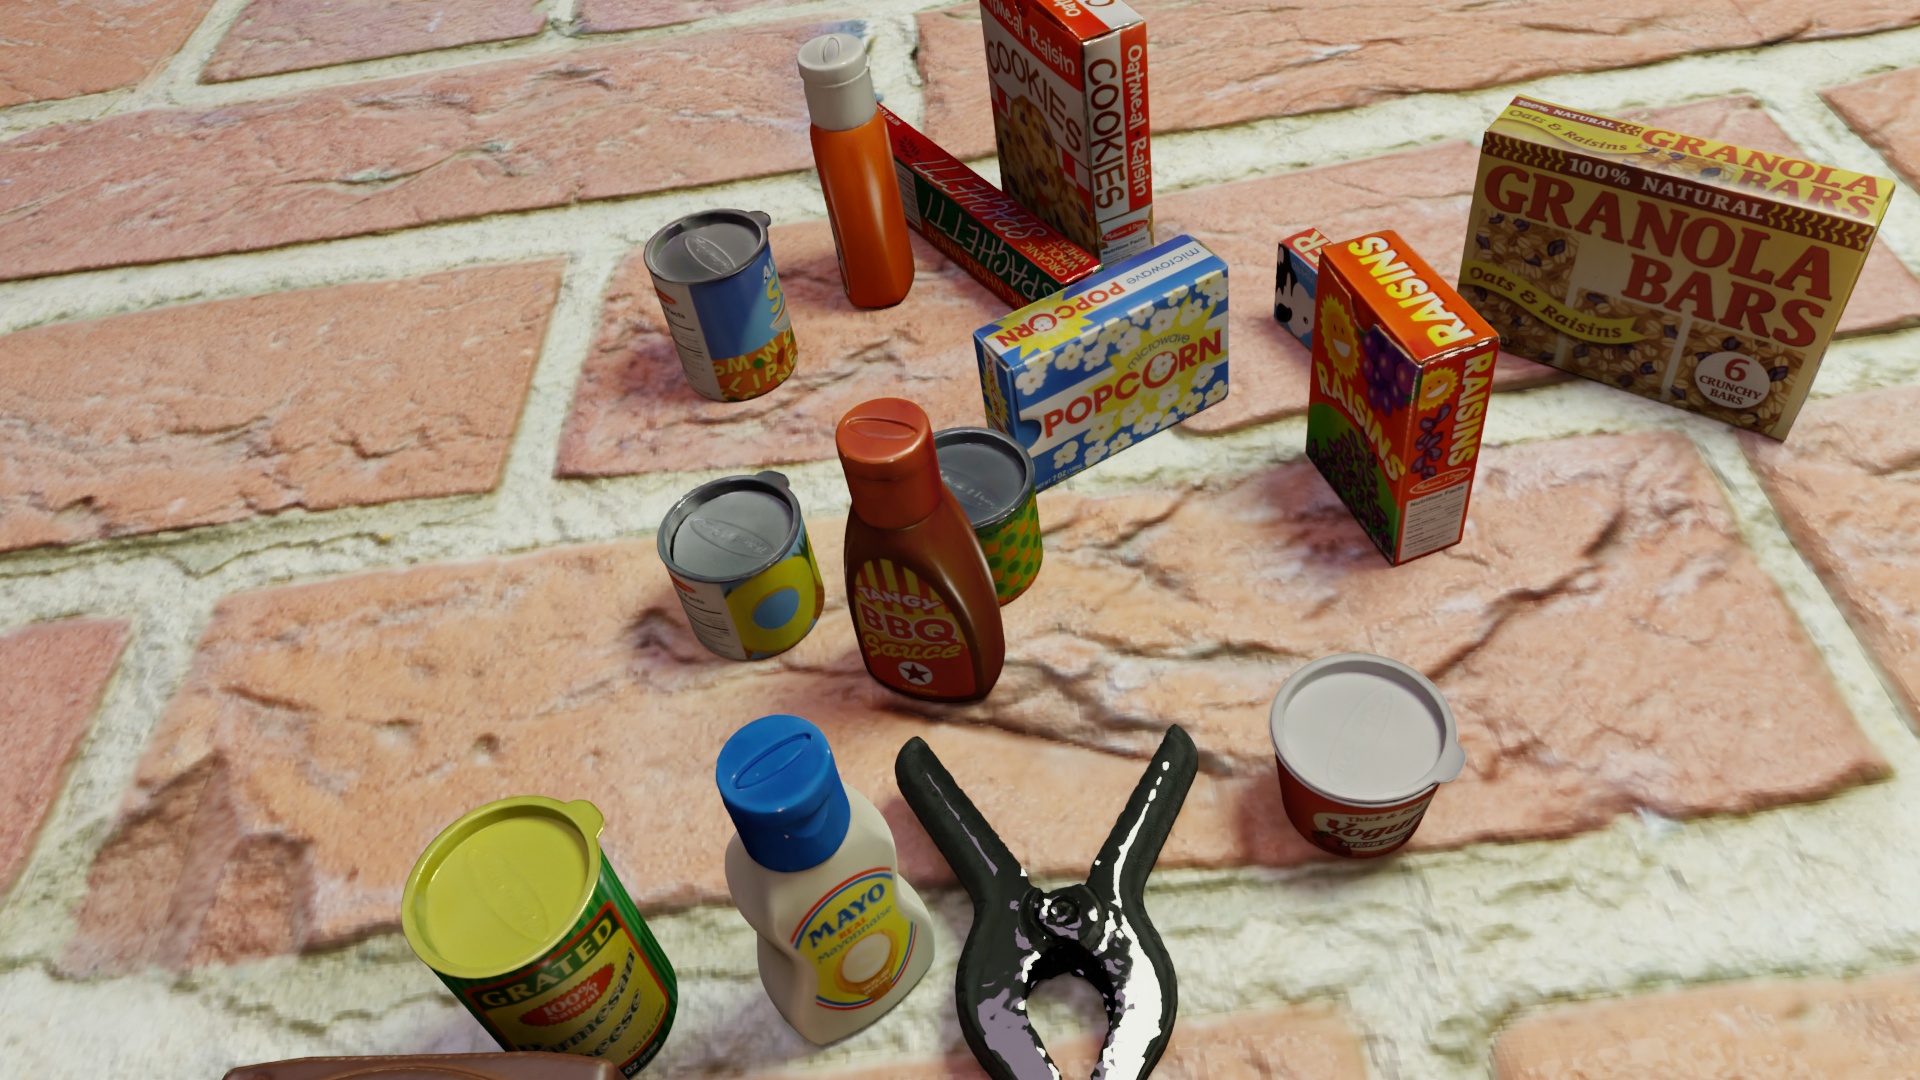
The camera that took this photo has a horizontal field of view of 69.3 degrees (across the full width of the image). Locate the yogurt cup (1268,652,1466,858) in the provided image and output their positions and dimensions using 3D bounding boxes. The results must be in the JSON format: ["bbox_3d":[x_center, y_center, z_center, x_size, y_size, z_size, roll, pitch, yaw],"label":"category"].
[{"bbox_3d":[0.152,0.085,0.534,0.072,0.053,0.073,-5,47,5],"label":"yogurt cup"}]

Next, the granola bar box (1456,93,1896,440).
[{"bbox_3d":[0.326,-0.130,0.656,0.166,0.123,0.039,26,57,29],"label":"granola bar box"}]

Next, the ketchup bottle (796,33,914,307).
[{"bbox_3d":[-0.057,-0.205,0.774,0.043,0.148,0.065,-7,47,4],"label":"ketchup bottle"}]

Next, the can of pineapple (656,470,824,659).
[{"bbox_3d":[-0.098,0.012,0.642,0.071,0.057,0.071,-5,47,5],"label":"can of pineapple"}]

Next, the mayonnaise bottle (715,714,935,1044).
[{"bbox_3d":[-0.048,0.117,0.475,0.065,0.147,0.041,-33,51,-19],"label":"mayonnaise bottle"}]

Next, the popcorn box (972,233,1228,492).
[{"bbox_3d":[0.072,-0.087,0.685,0.127,0.084,0.038,-27,49,-15],"label":"popcorn box"}]

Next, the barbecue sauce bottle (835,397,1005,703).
[{"bbox_3d":[-0.020,0.007,0.571,0.065,0.147,0.044,9,50,18],"label":"barbecue sauce bottle"}]

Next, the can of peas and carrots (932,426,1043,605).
[{"bbox_3d":[0.002,-0.008,0.643,0.071,0.058,0.071,-5,47,5],"label":"can of peas and carrots"}]

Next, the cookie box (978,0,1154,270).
[{"bbox_3d":[0.058,-0.227,0.762,0.040,0.166,0.123,-23,48,-12],"label":"cookie box"}]

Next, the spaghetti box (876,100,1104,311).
[{"bbox_3d":[0.001,-0.191,0.818,0.029,0.050,0.251,-30,50,-17],"label":"spaghetti box"}]

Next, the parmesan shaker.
[{"bbox_3d":[-0.143,0.145,0.495,0.071,0.102,0.072,-5,47,5],"label":"parmesan shaker"}]

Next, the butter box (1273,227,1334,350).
[{"bbox_3d":[0.200,-0.111,0.708,0.024,0.052,0.104,-24,48,-12],"label":"butter box"}]

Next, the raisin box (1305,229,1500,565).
[{"bbox_3d":[0.191,-0.062,0.617,0.040,0.122,0.086,-18,47,-6],"label":"raisin box"}]

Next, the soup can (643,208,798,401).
[{"bbox_3d":[-0.126,-0.129,0.759,0.071,0.083,0.072,-5,47,5],"label":"soup can"}]
